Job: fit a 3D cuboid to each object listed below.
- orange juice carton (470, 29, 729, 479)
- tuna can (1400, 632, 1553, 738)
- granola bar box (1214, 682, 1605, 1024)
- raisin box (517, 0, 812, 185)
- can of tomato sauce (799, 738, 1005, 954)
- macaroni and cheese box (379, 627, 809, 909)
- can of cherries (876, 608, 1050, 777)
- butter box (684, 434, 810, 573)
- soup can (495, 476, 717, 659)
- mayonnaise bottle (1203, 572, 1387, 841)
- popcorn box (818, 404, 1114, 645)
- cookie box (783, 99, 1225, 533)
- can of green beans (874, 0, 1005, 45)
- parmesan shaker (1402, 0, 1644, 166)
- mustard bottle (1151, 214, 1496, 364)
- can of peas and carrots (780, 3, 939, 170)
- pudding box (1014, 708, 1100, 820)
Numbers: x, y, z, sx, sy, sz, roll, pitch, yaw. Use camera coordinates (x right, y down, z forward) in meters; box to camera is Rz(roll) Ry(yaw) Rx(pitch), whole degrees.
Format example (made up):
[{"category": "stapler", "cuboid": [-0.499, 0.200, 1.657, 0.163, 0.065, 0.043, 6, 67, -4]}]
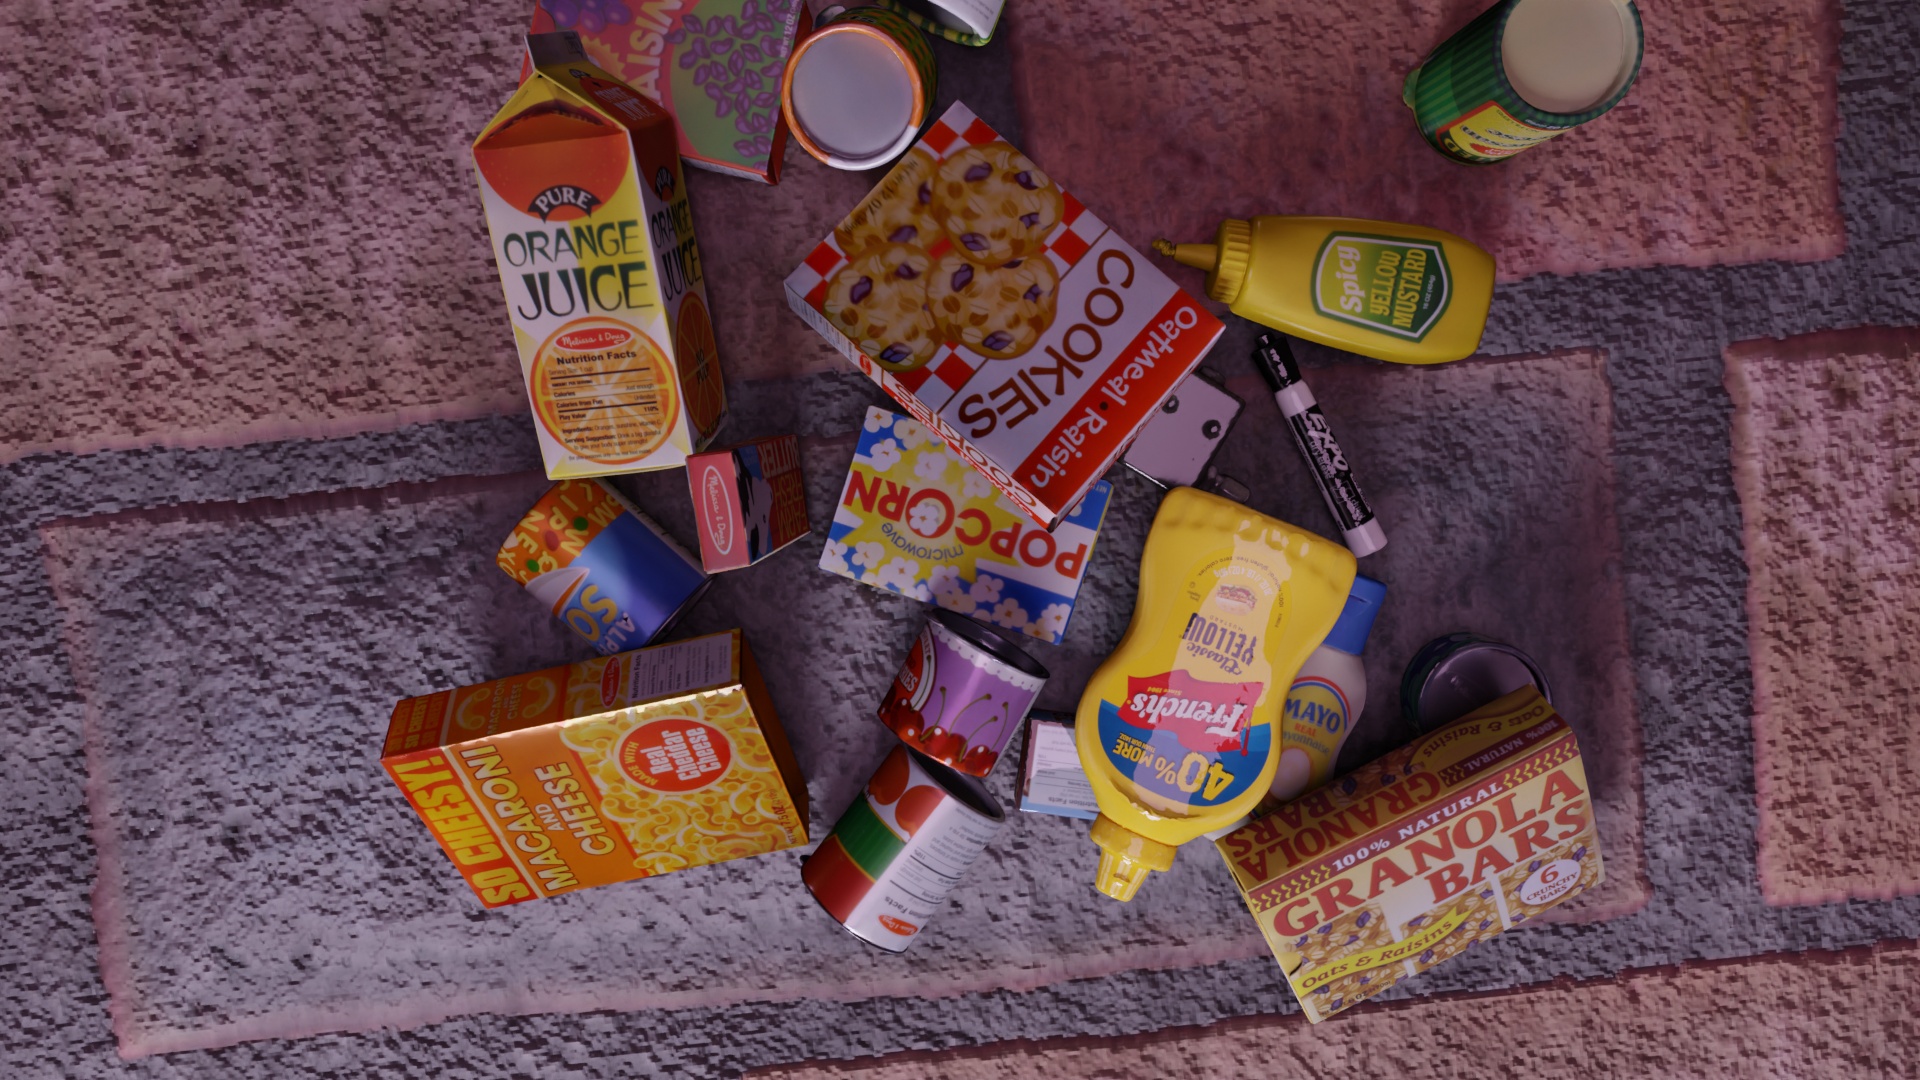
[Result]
[{"category": "orange juice carton", "cuboid": [-0.164, -0.131, 0.633, 0.073, 0.072, 0.192, -5, 110, 7]}, {"category": "tuna can", "cuboid": [0.255, 0.082, 0.694, 0.071, 0.033, 0.071, 0, 95, 0]}, {"category": "granola bar box", "cuboid": [0.220, 0.154, 0.669, 0.165, 0.039, 0.123, -28, 127, 3]}, {"category": "raisin box", "cuboid": [-0.141, -0.227, 0.665, 0.123, 0.040, 0.086, 13, 96, 0]}, {"category": "can of tomato sauce", "cuboid": [-0.029, 0.148, 0.687, 0.071, 0.071, 0.083, 37, 94, -3]}, {"category": "macaroni and cheese box", "cuboid": [-0.168, 0.112, 0.667, 0.166, 0.040, 0.123, -12, 131, 2]}, {"category": "can of cherries", "cuboid": [-0.001, 0.073, 0.678, 0.071, 0.071, 0.058, 29, 96, -2]}, {"category": "butter box", "cuboid": [-0.098, -0.020, 0.652, 0.024, 0.104, 0.053, -7, 98, 10]}, {"category": "soup can", "cuboid": [-0.173, 0.016, 0.673, 0.084, 0.071, 0.071, 41, 94, -3]}, {"category": "mayonnaise bottle", "cuboid": [0.168, 0.084, 0.690, 0.065, 0.041, 0.148, 19, 96, -4]}, {"category": "popcorn box", "cuboid": [0.002, -0.009, 0.684, 0.127, 0.038, 0.085, 18, 95, -1]}, {"category": "cookie box", "cuboid": [0.021, -0.105, 0.654, 0.167, 0.040, 0.123, 41, 80, 4]}, {"category": "can of green beans", "cuboid": [-0.006, -0.272, 0.647, 0.071, 0.071, 0.057, 23, 96, -2]}, {"category": "parmesan shaker", "cuboid": [0.252, -0.212, 0.632, 0.071, 0.103, 0.071, 0, 96, 1]}, {"category": "mustard bottle", "cuboid": [0.171, -0.126, 0.668, 0.160, 0.049, 0.065, 9, 94, -1]}, {"category": "can of peas and carrots", "cuboid": [-0.047, -0.213, 0.646, 0.071, 0.059, 0.070, 3, 117, 5]}, {"category": "pudding box", "cuboid": [0.072, 0.115, 0.700, 0.084, 0.030, 0.049, 7, 94, 0]}]
